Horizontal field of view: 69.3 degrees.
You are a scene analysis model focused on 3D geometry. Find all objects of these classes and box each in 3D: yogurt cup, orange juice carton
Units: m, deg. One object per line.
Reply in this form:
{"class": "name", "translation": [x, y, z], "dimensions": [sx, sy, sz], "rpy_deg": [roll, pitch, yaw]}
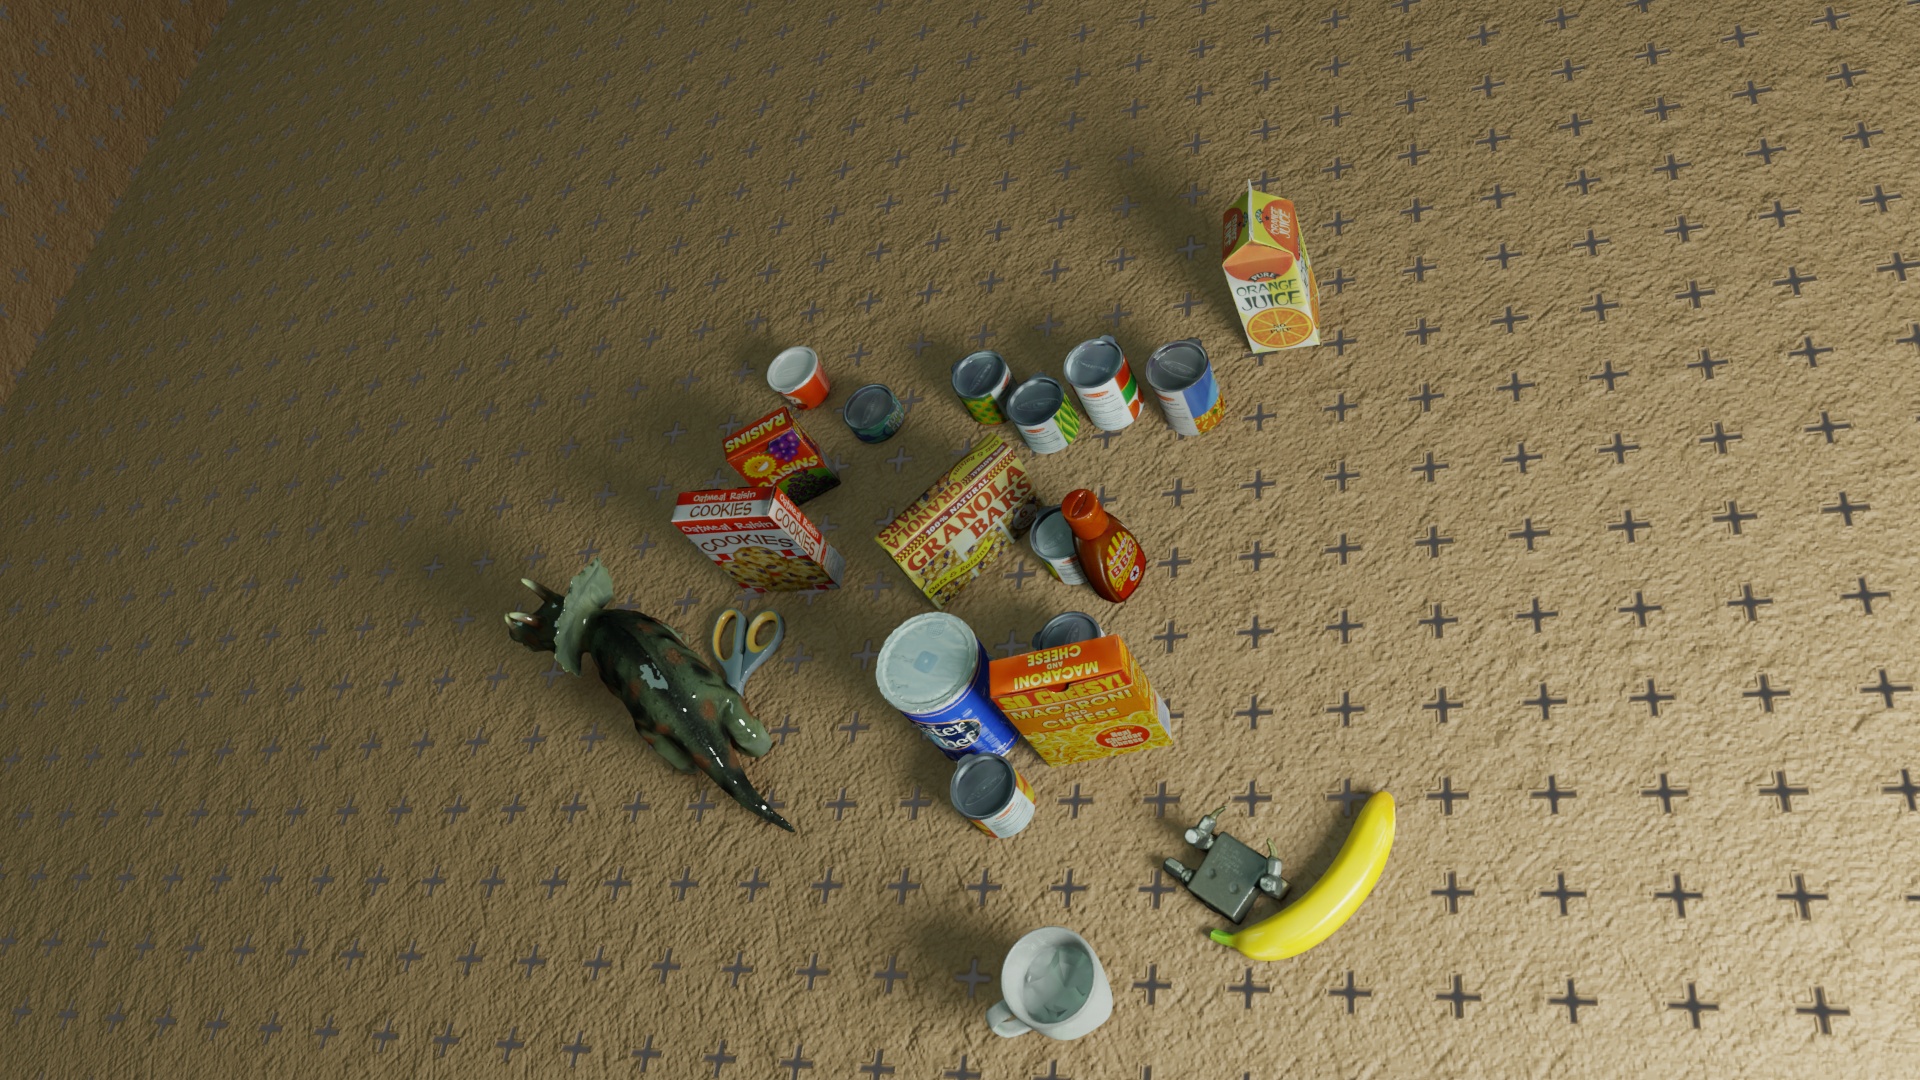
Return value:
{"class": "yogurt cup", "translation": [-0.195, -0.197, 1.703], "dimensions": [0.072, 0.053, 0.073], "rpy_deg": [-12, 56, 18]}
{"class": "orange juice carton", "translation": [0.316, -0.280, 1.425], "dimensions": [0.073, 0.192, 0.072], "rpy_deg": [-6, 58, 23]}

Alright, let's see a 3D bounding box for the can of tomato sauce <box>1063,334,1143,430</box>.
{"class": "can of tomato sauce", "translation": [0.156, -0.170, 1.501], "dimensions": [0.071, 0.083, 0.071], "rpy_deg": [-12, 56, 19]}

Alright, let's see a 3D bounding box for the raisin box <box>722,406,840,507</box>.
{"class": "raisin box", "translation": [-0.205, -0.090, 1.596], "dimensions": [0.086, 0.123, 0.040], "rpy_deg": [-27, 52, 8]}

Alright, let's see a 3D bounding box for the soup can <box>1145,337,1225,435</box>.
{"class": "soup can", "translation": [0.239, -0.161, 1.456], "dimensions": [0.071, 0.083, 0.071], "rpy_deg": [-12, 56, 19]}

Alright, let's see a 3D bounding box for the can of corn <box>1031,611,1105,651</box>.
{"class": "can of corn", "translation": [0.112, 0.111, 1.359], "dimensions": [0.071, 0.058, 0.071], "rpy_deg": [-12, 56, 19]}

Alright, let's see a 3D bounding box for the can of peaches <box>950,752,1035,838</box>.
{"class": "can of peaches", "translation": [0.030, 0.240, 1.316], "dimensions": [0.071, 0.058, 0.071], "rpy_deg": [-12, 56, 19]}

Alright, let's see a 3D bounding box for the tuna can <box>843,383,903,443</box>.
{"class": "tuna can", "translation": [-0.100, -0.150, 1.642], "dimensions": [0.071, 0.032, 0.071], "rpy_deg": [-12, 56, 18]}

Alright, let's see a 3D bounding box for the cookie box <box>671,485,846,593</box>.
{"class": "cookie box", "translation": [-0.218, 0.000, 1.517], "dimensions": [0.123, 0.167, 0.040], "rpy_deg": [-3, 59, 24]}

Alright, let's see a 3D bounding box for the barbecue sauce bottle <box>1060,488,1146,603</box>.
{"class": "barbecue sauce bottle", "translation": [0.138, 0.002, 1.359], "dimensions": [0.044, 0.148, 0.065], "rpy_deg": [20, 70, 34]}

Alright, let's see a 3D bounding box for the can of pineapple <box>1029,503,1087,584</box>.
{"class": "can of pineapple", "translation": [0.111, 0.003, 1.429], "dimensions": [0.071, 0.057, 0.071], "rpy_deg": [-12, 56, 19]}

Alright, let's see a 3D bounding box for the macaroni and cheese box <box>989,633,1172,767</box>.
{"class": "macaroni and cheese box", "translation": [0.112, 0.150, 1.265], "dimensions": [0.123, 0.166, 0.040], "rpy_deg": [-14, 55, 17]}

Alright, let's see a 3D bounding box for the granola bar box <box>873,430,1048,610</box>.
{"class": "granola bar box", "translation": [0.005, -0.018, 1.450], "dimensions": [0.166, 0.124, 0.039], "rpy_deg": [-43, 52, -4]}

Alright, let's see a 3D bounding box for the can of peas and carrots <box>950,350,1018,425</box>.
{"class": "can of peas and carrots", "translation": [0.029, -0.173, 1.579], "dimensions": [0.071, 0.058, 0.071], "rpy_deg": [-12, 56, 19]}

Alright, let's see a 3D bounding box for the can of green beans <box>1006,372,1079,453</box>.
{"class": "can of green beans", "translation": [0.091, -0.138, 1.527], "dimensions": [0.071, 0.057, 0.071], "rpy_deg": [-12, 56, 19]}
